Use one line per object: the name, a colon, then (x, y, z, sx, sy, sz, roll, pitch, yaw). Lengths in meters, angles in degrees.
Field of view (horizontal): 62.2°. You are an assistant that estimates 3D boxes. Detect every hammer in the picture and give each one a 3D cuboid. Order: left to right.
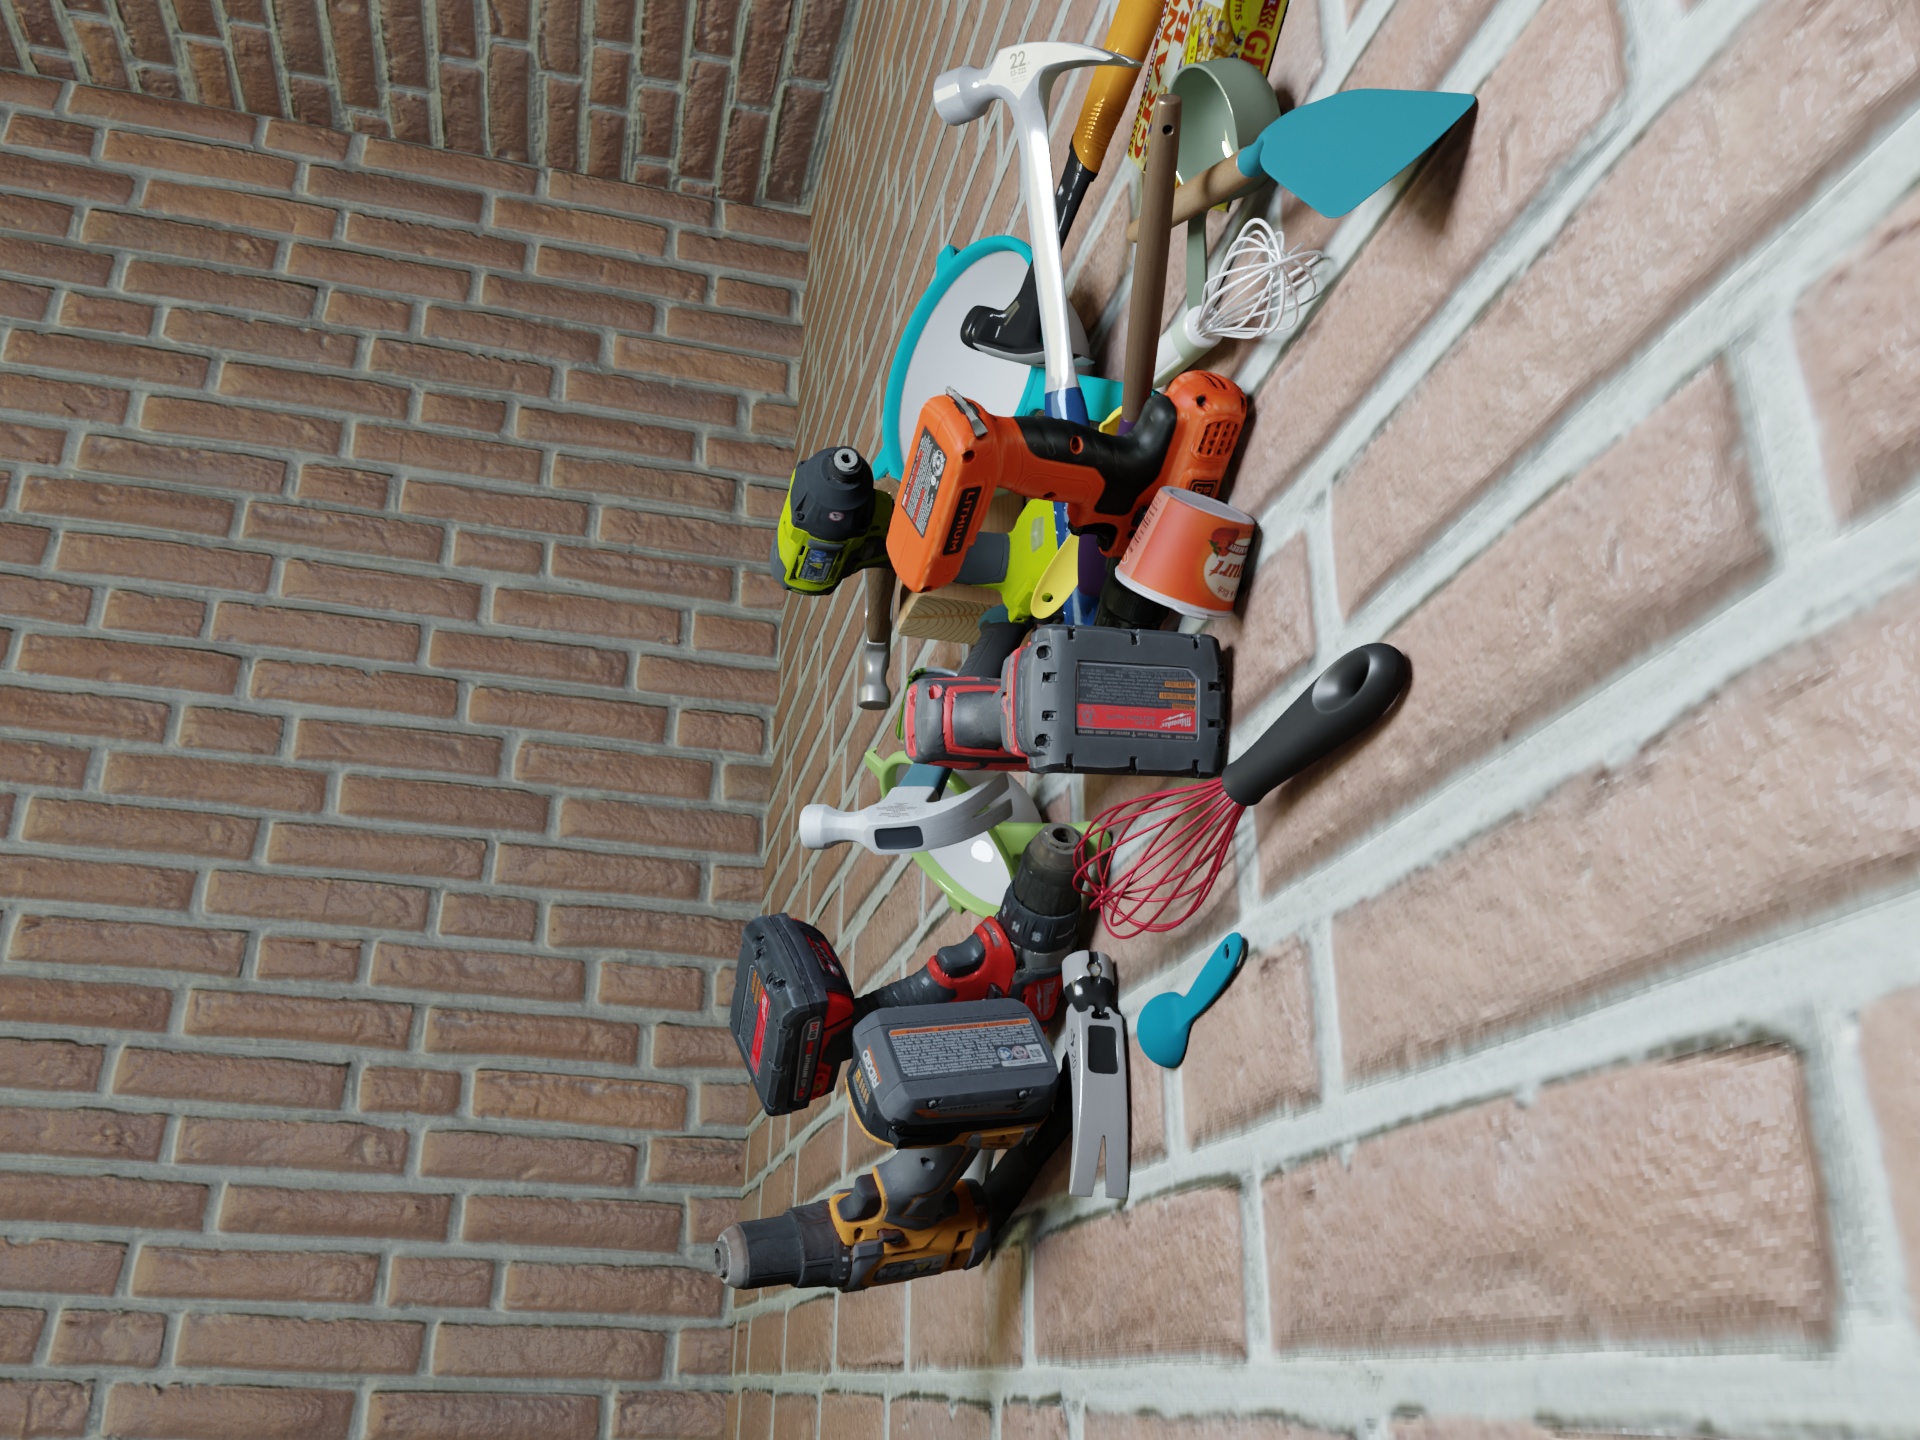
hammer: (-0.066, -0.120, 1.338, 0.331, 0.031, 0.130, 104, 168, -72)
hammer: (-0.002, -0.004, 1.142, 0.331, 0.128, 0.033, -62, -32, -57)
hammer: (0.046, 0.297, 1.067, 0.334, 0.035, 0.146, 112, 161, -50)
hammer: (0.068, -0.222, 1.011, 0.144, 0.035, 0.405, -1, 99, 41)
hammer: (0.096, -0.404, 1.075, 0.127, 0.034, 0.337, 31, 103, 53)

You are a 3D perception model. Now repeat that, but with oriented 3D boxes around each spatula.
spatula: (0.102, -0.192, 0.891, 0.018, 0.060, 0.315, -95, 4, -46)
spatula: (0.144, -0.269, 0.811, 0.082, 0.044, 0.317, -42, 13, -4)

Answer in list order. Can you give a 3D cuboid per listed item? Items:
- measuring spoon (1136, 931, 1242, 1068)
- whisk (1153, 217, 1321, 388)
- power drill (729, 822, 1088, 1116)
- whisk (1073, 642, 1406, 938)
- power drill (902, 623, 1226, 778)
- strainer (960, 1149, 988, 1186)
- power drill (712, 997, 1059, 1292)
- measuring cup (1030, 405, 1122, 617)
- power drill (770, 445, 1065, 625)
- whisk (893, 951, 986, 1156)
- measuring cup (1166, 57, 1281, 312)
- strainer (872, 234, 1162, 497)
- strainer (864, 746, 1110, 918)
measuring spoon: (0.118, 0.145, 0.845, 0.128, 0.021, 0.042, 111, 161, -52)
whisk: (0.139, -0.223, 0.896, 0.246, 0.059, 0.058, 173, 75, -81)
power drill: (-0.024, 0.155, 1.022, 0.080, 0.226, 0.187, 56, 144, 42)
whisk: (0.130, 0.039, 0.786, 0.295, 0.073, 0.073, 128, 147, -56)
power drill: (0.062, -0.002, 0.938, 0.220, 0.143, 0.078, 168, 104, -70)
strainer: (0.018, 0.277, 1.196, 0.087, 0.050, 0.258, -138, 51, -57)
power drill: (-0.049, 0.280, 1.001, 0.084, 0.185, 0.226, -117, 36, -44)
measuring cup: (0.087, -0.130, 0.985, 0.156, 0.062, 0.029, -57, 8, 27)
power drill: (-0.013, -0.132, 1.114, 0.171, 0.223, 0.080, 128, 146, -67)
whisk: (-0.003, 0.282, 1.258, 0.070, 0.070, 0.284, -119, 43, -69)
measuring cup: (0.151, -0.296, 0.914, 0.083, 0.038, 0.167, 54, 159, 42)
strainer: (0.066, -0.238, 1.171, 0.341, 0.095, 0.211, 28, 102, 54)
strainer: (0.040, 0.069, 1.139, 0.256, 0.069, 0.151, -5, 119, 58)
